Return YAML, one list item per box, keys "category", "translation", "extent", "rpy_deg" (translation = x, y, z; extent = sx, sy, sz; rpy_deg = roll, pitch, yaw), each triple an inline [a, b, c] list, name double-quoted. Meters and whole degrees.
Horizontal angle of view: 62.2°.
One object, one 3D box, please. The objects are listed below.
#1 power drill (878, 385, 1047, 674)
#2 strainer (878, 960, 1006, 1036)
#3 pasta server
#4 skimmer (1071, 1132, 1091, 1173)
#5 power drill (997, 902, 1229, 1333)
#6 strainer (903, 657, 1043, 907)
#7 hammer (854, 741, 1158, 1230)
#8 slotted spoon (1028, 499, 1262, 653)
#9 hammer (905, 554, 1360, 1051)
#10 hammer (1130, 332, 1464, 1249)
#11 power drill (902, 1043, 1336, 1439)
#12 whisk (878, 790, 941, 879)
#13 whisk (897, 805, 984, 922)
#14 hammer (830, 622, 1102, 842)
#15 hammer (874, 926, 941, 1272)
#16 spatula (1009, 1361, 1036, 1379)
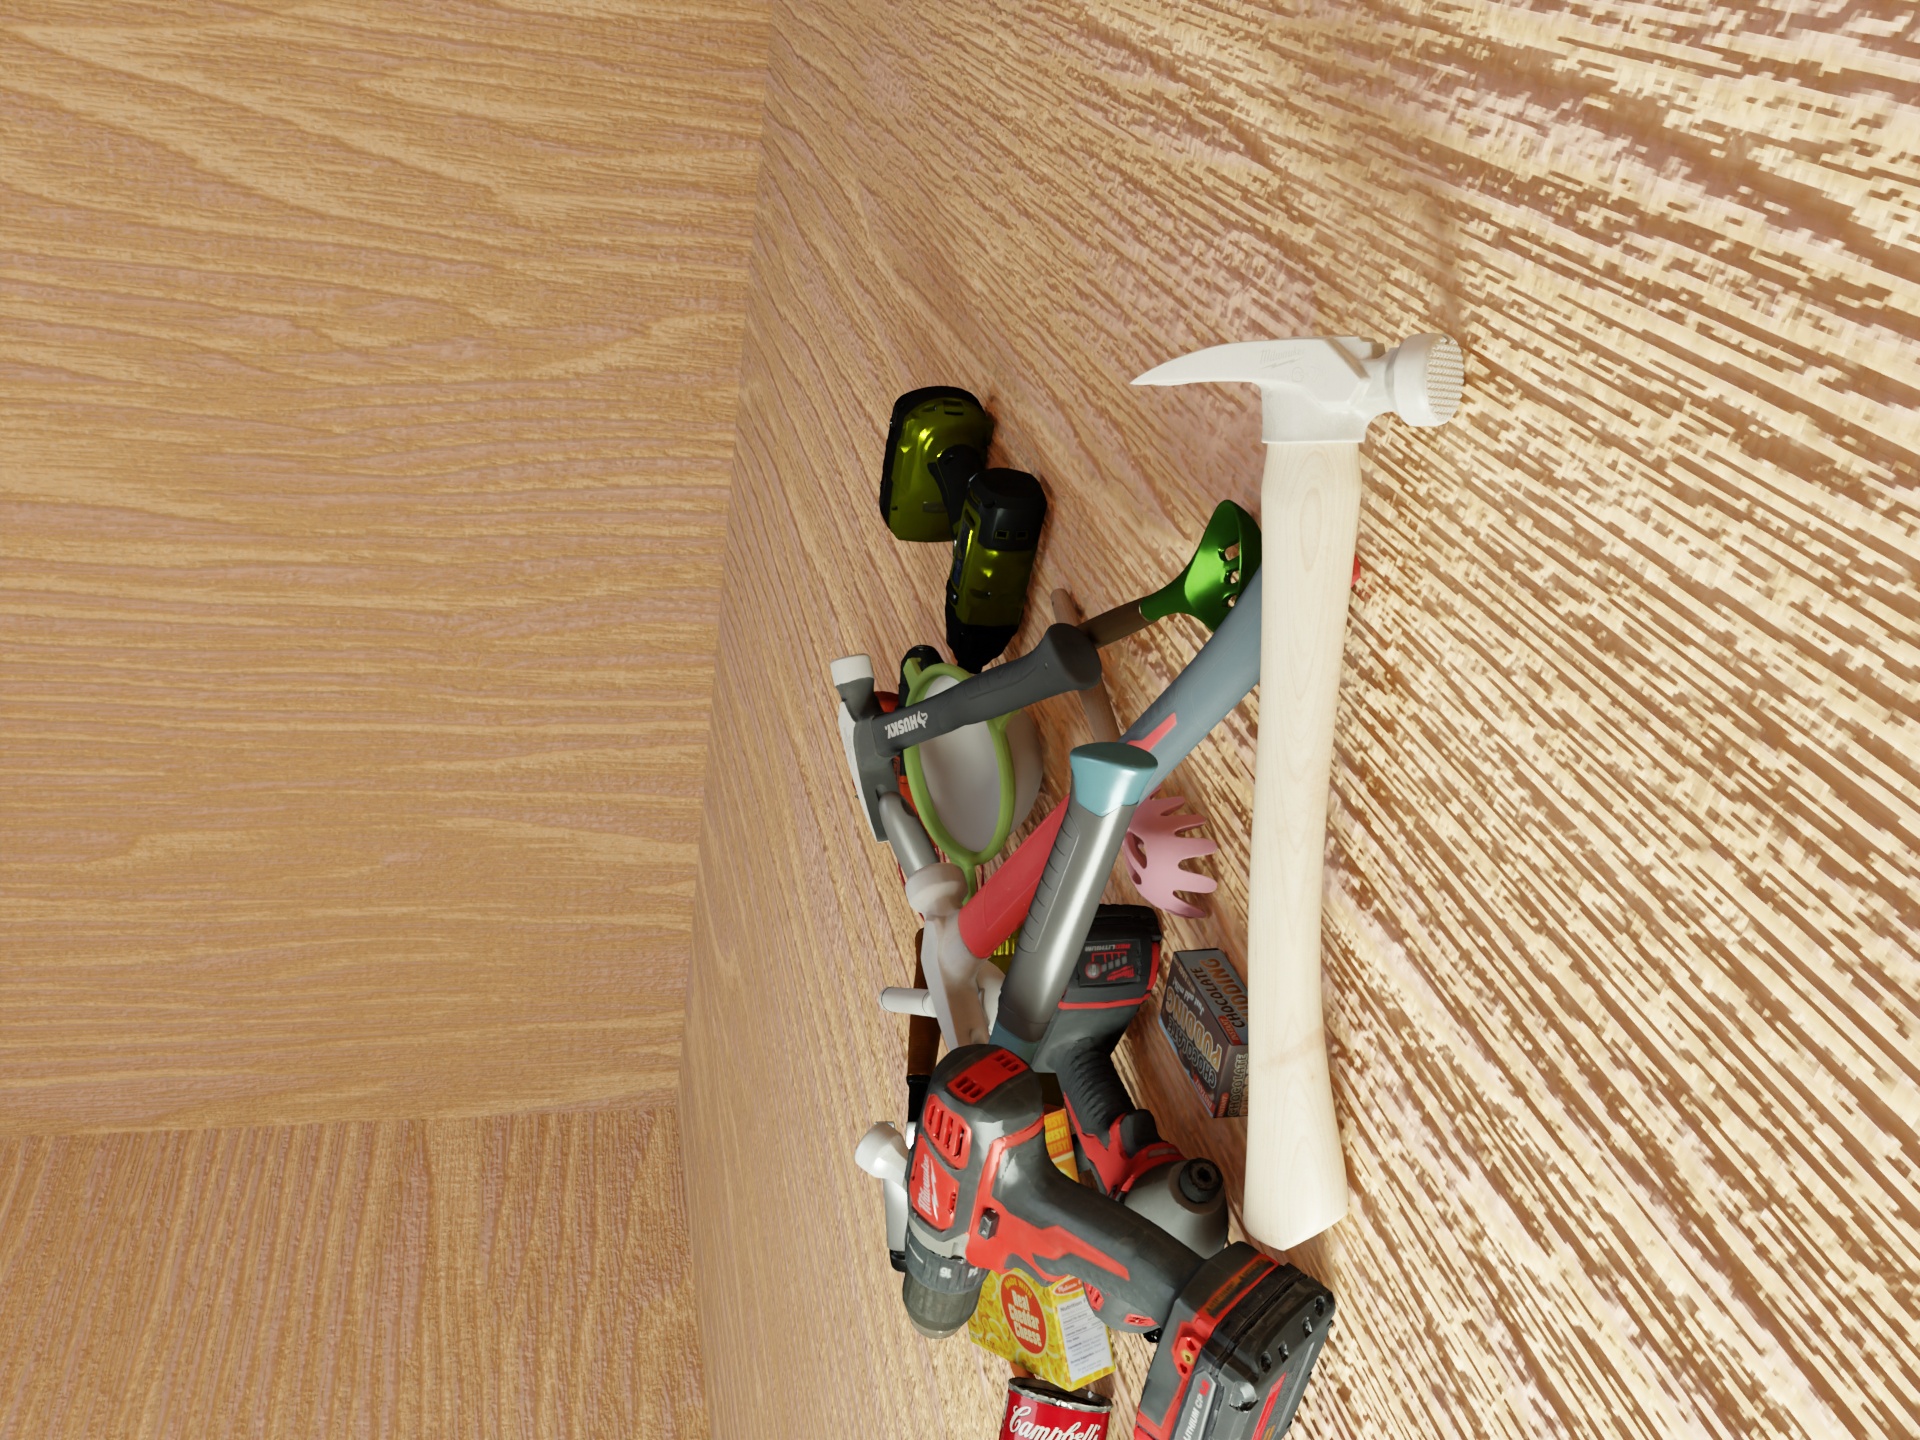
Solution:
- category: "power drill"
  translation: [-0.001, -0.155, 1.273]
  extent: [0.223, 0.080, 0.171]
  rpy_deg: [-113, 29, -50]
- category: "strainer"
  translation: [-0.012, 0.197, 1.113]
  extent: [0.258, 0.050, 0.087]
  rpy_deg: [161, 101, -67]
- category: "pasta server"
  translation: [0.098, 0.006, 0.999]
  extent: [0.317, 0.040, 0.060]
  rpy_deg: [-103, 21, -53]
- category: "skimmer"
  translation: [0.048, 0.344, 1.137]
  extent: [0.363, 0.090, 0.127]
  rpy_deg: [134, 150, -53]
- category: "power drill"
  translation: [0.092, 0.220, 0.912]
  extent: [0.143, 0.078, 0.220]
  rpy_deg: [108, 155, -45]
- category: "strainer"
  translation: [0.023, 0.078, 1.190]
  extent: [0.152, 0.069, 0.256]
  rpy_deg: [23, 120, 57]
- category: "hammer"
  translation: [0.034, 0.152, 0.851]
  extent: [0.128, 0.033, 0.330]
  rpy_deg: [31, 120, 25]
- category: "slotted spoon"
  translation: [0.102, -0.063, 0.943]
  extent: [0.314, 0.031, 0.070]
  rpy_deg: [157, 114, -69]
- category: "hammer"
  translation: [0.084, 0.051, 0.842]
  extent: [0.386, 0.038, 0.143]
  rpy_deg: [-51, 45, 41]
- category: "hammer"
  translation: [0.141, 0.037, 0.720]
  extent: [0.146, 0.038, 0.410]
  rpy_deg: [8, 103, 40]
- category: "power drill"
  translation: [0.058, 0.292, 0.805]
  extent: [0.227, 0.080, 0.187]
  rpy_deg: [31, 125, 32]
- category: "whisk"
  translation: [-0.005, 0.158, 1.153]
  extent: [0.239, 0.055, 0.055]
  rpy_deg: [65, 169, -12]
- category: "whisk"
  translation: [0.003, 0.189, 1.260]
  extent: [0.073, 0.073, 0.296]
  rpy_deg: [113, 148, -53]
- category: "hammer"
  translation: [-0.002, -0.004, 1.099]
  extent: [0.335, 0.035, 0.146]
  rpy_deg: [-20, 81, 61]
- category: "hammer"
  translation: [-0.031, 0.258, 1.231]
  extent: [0.337, 0.034, 0.127]
  rpy_deg: [-85, -8, -64]
- category: "spatula"
  translation: [0.074, 0.493, 1.051]
  extent: [0.323, 0.041, 0.081]
  rpy_deg: [-110, 27, -42]
